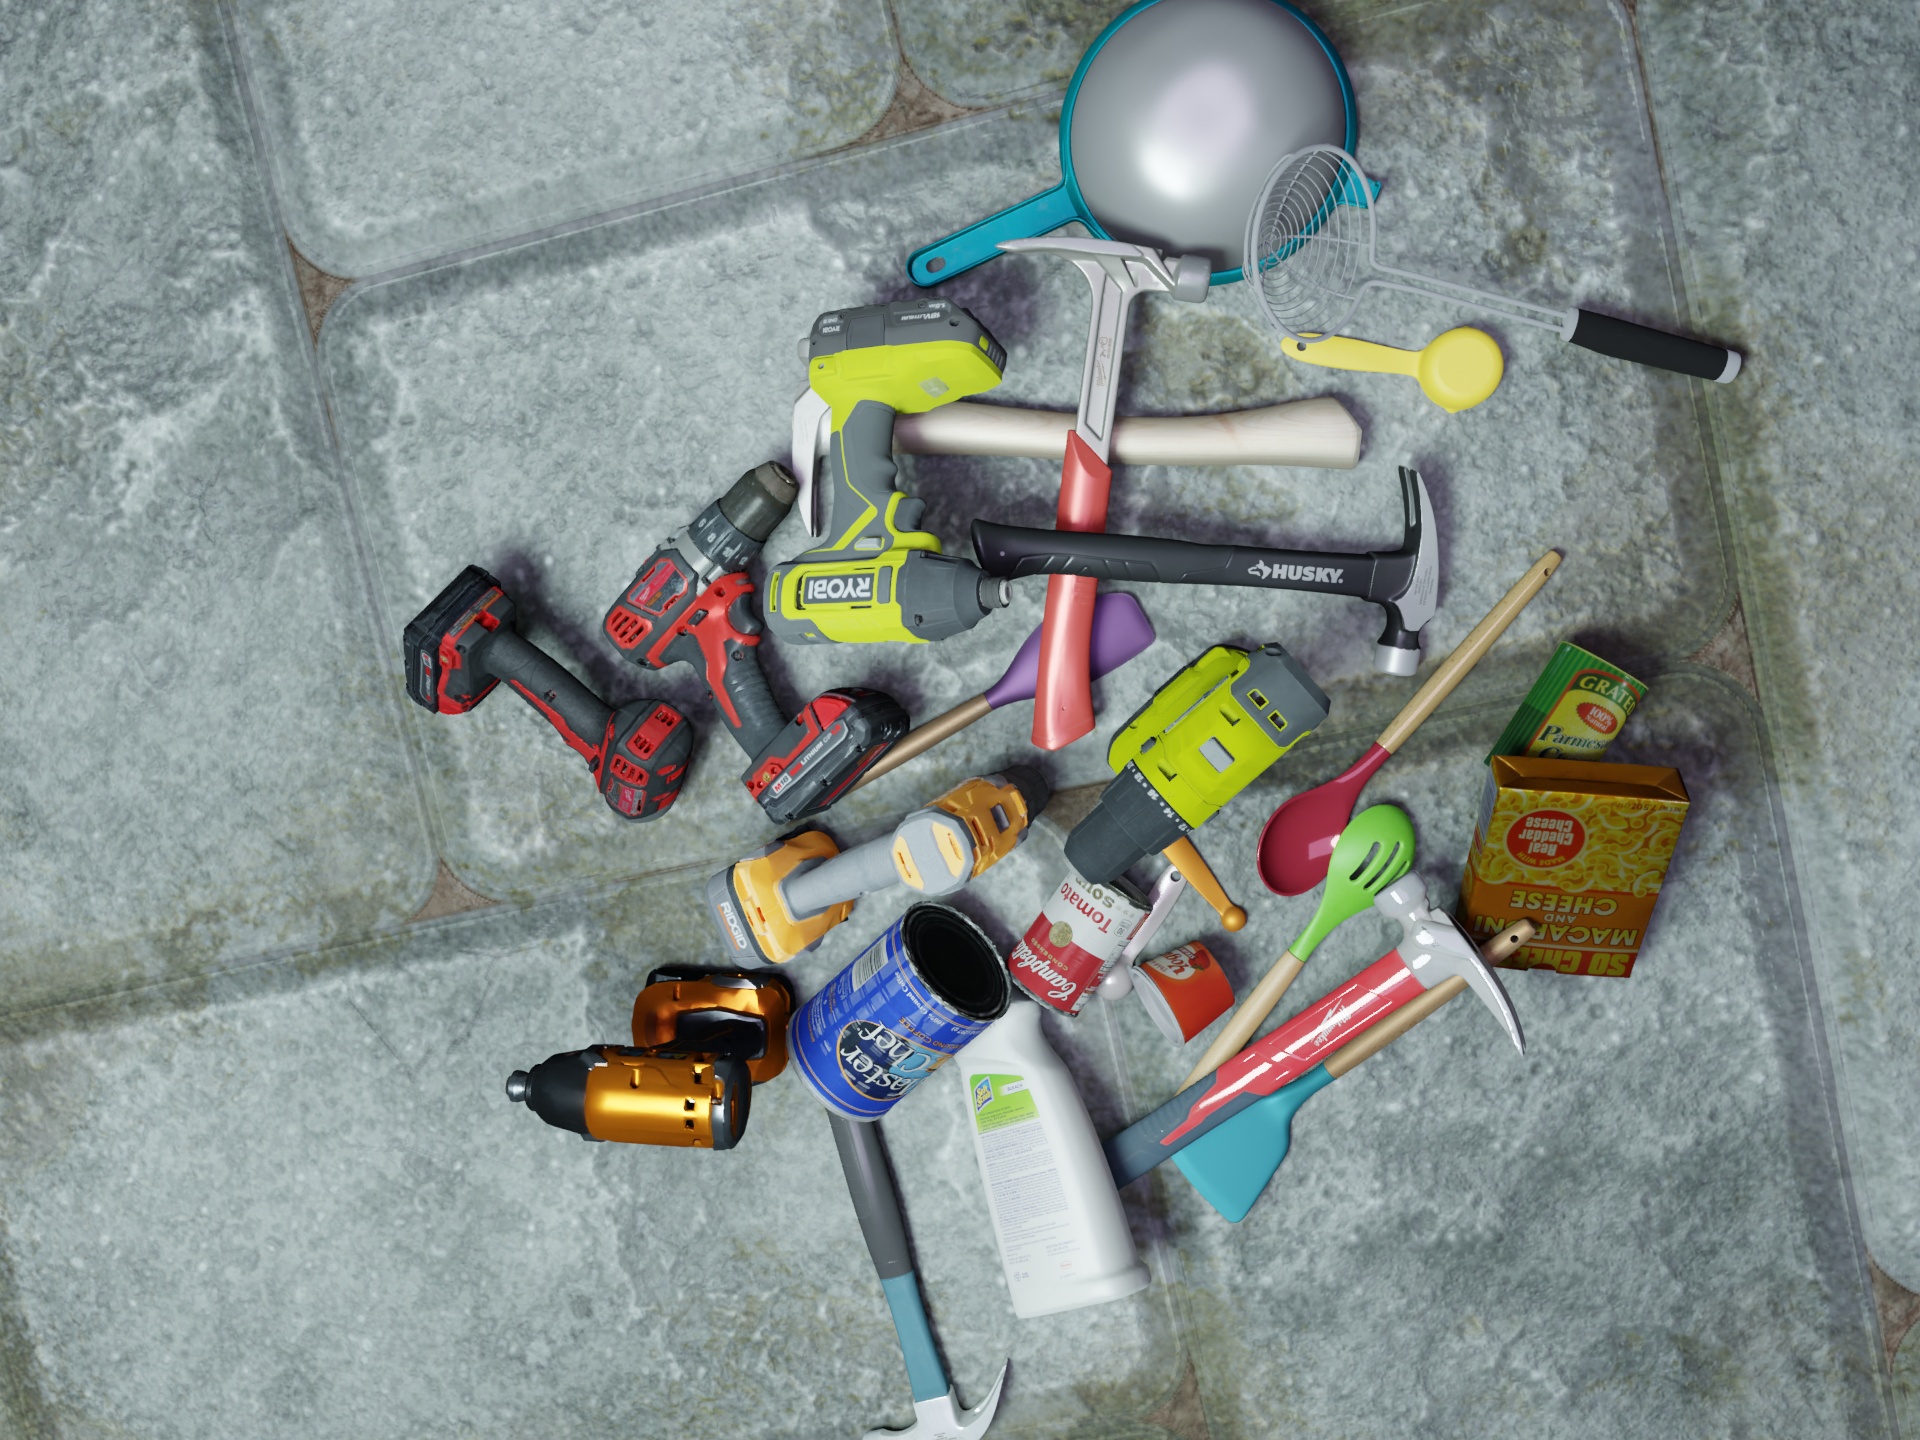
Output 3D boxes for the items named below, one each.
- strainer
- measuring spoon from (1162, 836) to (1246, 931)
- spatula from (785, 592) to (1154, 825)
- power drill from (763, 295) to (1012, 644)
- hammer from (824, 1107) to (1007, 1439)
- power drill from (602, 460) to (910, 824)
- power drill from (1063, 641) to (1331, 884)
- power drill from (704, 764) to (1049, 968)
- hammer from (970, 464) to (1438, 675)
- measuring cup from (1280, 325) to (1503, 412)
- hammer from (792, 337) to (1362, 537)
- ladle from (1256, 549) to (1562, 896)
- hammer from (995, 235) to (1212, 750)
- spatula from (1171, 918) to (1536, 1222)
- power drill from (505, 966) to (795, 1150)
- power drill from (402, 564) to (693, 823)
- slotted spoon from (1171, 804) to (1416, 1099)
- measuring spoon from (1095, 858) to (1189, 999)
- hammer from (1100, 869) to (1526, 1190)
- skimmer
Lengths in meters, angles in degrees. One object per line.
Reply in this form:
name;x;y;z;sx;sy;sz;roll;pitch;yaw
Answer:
strainer;0.113;-0.389;1.107;0.340;0.095;0.211;-23;93;7
measuring spoon;0.175;0.111;1.186;0.021;0.011;0.117;-39;93;-10
spatula;-0.002;-0.004;1.198;0.316;0.018;0.060;-30;94;8
power drill;-0.039;-0.162;1.072;0.171;0.080;0.223;-1;78;26
hammer;-0.055;0.418;1.239;0.128;0.033;0.331;-16;93;9
power drill;-0.138;-0.058;1.164;0.188;0.080;0.227;-44;80;18
power drill;0.152;0.025;1.075;0.190;0.228;0.080;-42;90;9
power drill;-0.050;0.095;1.157;0.226;0.185;0.084;-22;93;28
hammer;0.172;-0.115;1.109;0.334;0.035;0.146;4;106;-8
measuring cup;0.306;-0.257;1.128;0.156;0.029;0.062;9;97;4
hammer;0.080;-0.198;1.160;0.410;0.038;0.146;3;98;6
ladle;0.324;0.000;1.153;0.069;0.031;0.315;38;97;-23
hammer;0.078;-0.156;1.131;0.149;0.037;0.359;8;104;4
spatula;0.288;0.245;1.156;0.082;0.044;0.317;48;113;6
power drill;-0.214;0.241;1.143;0.164;0.226;0.084;2;96;7
power drill;-0.301;-0.005;1.184;0.219;0.143;0.078;34;58;3
slotted spoon;0.236;0.196;1.182;0.070;0.031;0.313;29;103;-25
measuring spoon;0.137;0.158;1.197;0.034;0.018;0.124;31;97;3
hammer;0.214;0.275;1.154;0.386;0.038;0.143;-39;77;18
skimmer;0.362;-0.285;1.066;0.363;0.090;0.127;14;95;-3
